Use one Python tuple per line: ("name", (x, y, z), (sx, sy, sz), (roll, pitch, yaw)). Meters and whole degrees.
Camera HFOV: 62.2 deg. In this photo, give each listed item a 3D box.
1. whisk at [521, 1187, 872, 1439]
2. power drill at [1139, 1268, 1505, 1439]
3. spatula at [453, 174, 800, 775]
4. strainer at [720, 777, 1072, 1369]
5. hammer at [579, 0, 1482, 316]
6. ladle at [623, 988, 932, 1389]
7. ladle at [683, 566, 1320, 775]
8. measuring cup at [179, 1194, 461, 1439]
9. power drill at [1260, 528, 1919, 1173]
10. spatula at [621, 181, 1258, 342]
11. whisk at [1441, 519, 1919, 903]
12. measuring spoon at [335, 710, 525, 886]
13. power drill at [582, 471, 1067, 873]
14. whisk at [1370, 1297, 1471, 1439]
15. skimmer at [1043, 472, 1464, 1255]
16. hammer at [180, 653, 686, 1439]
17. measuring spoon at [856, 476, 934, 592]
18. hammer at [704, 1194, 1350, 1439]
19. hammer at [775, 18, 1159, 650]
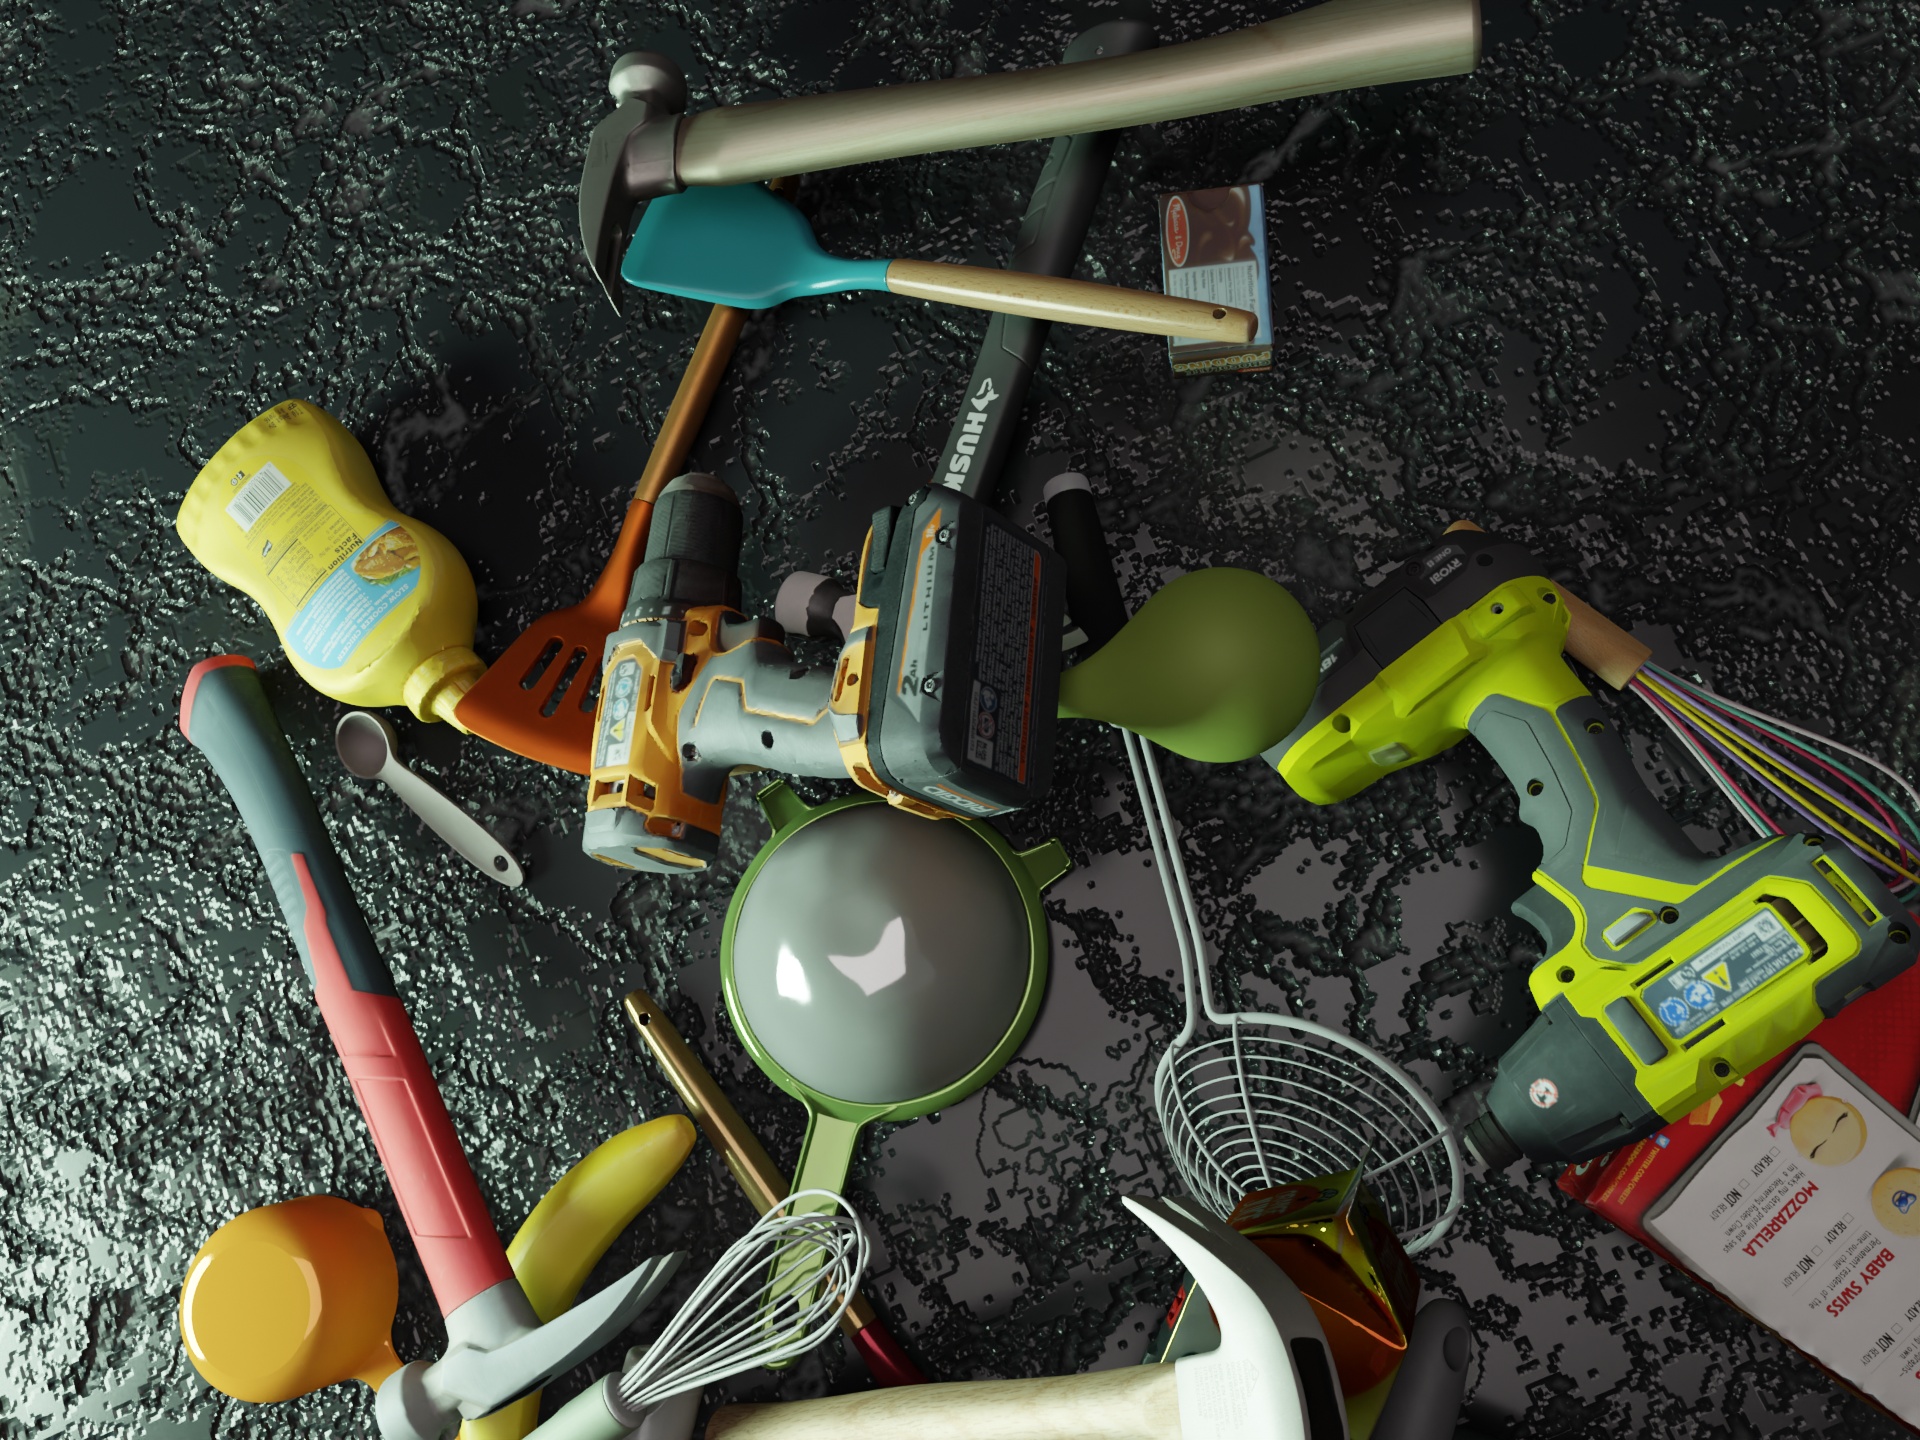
("whisk", (-0.133, 0.274, 0.655), (0.246, 0.057, 0.059), (-39, 47, 12))
("power drill", (0.160, 0.336, 0.619), (0.227, 0.080, 0.188), (21, 84, 16))
("spatula", (-0.144, -0.130, 0.778), (0.081, 0.041, 0.323), (21, 83, 1))
("strainer", (-0.052, 0.146, 0.682), (0.151, 0.069, 0.256), (12, 75, 11))
("hammer", (0.024, -0.274, 0.726), (0.410, 0.038, 0.146), (-4, 60, 12))
("ladle", (-0.059, 0.246, 0.700), (0.069, 0.031, 0.316), (-38, 74, -2))
("ladle", (-0.001, -0.002, 0.692), (0.320, 0.062, 0.078), (-11, 90, 31))
("measuring cup", (-0.280, 0.291, 0.717), (0.174, 0.052, 0.095), (40, 89, 17))
("power drill", (0.221, 0.050, 0.623), (0.171, 0.080, 0.223), (-39, 59, 13))
("spatula", (-0.014, -0.207, 0.731), (0.318, 0.044, 0.082), (17, 74, 29))
("whisk", (0.306, -0.007, 0.677), (0.245, 0.051, 0.047), (41, 54, 19))
("measuring spoon", (-0.257, 0.039, 0.782), (0.124, 0.018, 0.034), (39, 114, 8))
("power drill", (-0.067, -0.035, 0.671), (0.226, 0.084, 0.185), (-10, 67, 39))
("whisk", (0.142, 0.325, 0.567), (0.055, 0.055, 0.239), (19, 78, 13))
("skimmer", (0.109, 0.054, 0.694), (0.127, 0.090, 0.364), (-38, 56, 44))
("hammer", (-0.265, 0.119, 0.731), (0.143, 0.038, 0.387), (-34, 69, 7))
("measuring spoon", (-0.014, -0.099, 0.766), (0.021, 0.011, 0.117), (36, 91, 29))
("hammer", (0.003, 0.257, 0.585), (0.331, 0.031, 0.130), (-29, 55, 43))
("hammer", (0.031, -0.180, 0.745), (0.146, 0.035, 0.335), (13, 78, 29))
